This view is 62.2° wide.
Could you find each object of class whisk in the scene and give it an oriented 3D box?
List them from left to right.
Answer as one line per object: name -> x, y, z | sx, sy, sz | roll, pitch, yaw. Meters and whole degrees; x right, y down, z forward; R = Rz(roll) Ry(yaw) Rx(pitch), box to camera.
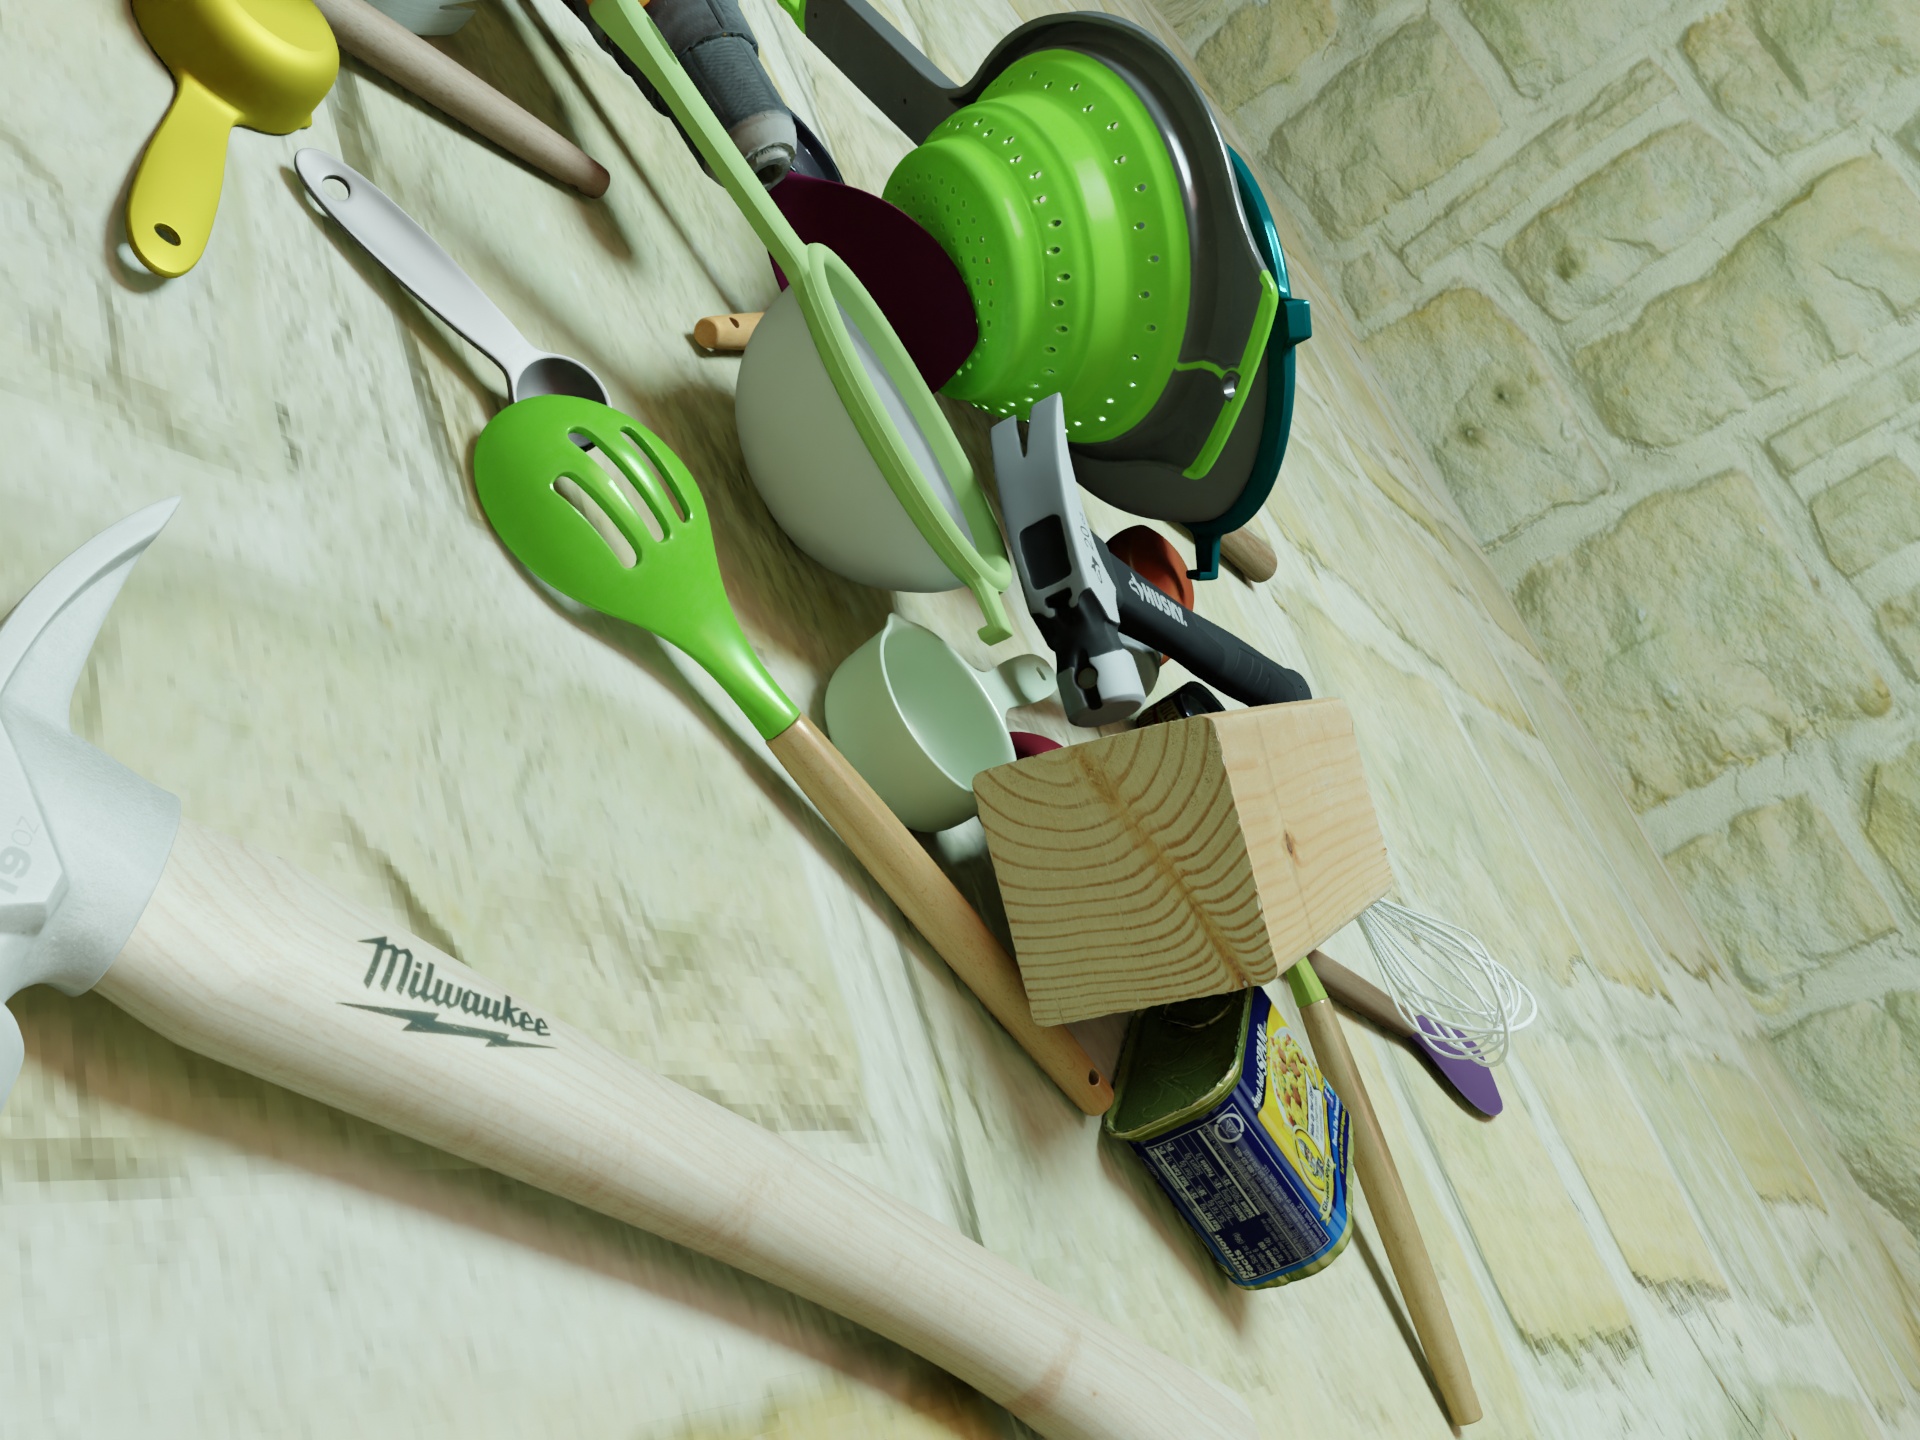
whisk -> 0.199, 0.090, 0.786 | 0.247, 0.058, 0.059 | -128, -154, -61

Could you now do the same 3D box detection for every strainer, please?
strainer -> -0.071, -0.138, 0.589 | 0.256, 0.069, 0.152 | 53, 14, -31
strainer -> 0.064, -0.247, 0.865 | 0.210, 0.095, 0.341 | 101, -28, -55

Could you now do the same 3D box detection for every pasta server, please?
pasta server -> -0.226, -0.252, 0.512 | 0.060, 0.040, 0.316 | 25, 3, 34

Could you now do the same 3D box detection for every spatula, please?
spatula -> -0.040, -0.200, 0.790 | 0.081, 0.041, 0.322 | 57, 25, 0
spatula -> 0.238, 0.164, 0.883 | 0.315, 0.018, 0.060 | 33, 34, -43

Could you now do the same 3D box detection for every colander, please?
colander -> -0.018, -0.263, 0.759 | 0.094, 0.204, 0.397 | -19, 56, -30

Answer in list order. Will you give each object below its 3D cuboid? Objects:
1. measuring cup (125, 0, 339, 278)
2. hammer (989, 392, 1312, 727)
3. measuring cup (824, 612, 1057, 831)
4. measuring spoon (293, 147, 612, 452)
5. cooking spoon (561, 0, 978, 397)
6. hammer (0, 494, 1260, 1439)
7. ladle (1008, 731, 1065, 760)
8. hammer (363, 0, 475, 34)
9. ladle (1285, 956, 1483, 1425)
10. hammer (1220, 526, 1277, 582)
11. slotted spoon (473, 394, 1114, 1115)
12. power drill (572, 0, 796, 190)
measuring cup -> -0.210, -0.176, 0.453 | 0.062, 0.029, 0.157 | 35, 29, -39
hammer -> 0.109, -0.044, 0.773 | 0.334, 0.035, 0.146 | 19, 51, -60
measuring cup -> -0.001, -0.002, 0.623 | 0.083, 0.038, 0.167 | 58, 22, 4
measuring spoon -> -0.163, -0.131, 0.507 | 0.124, 0.018, 0.034 | 45, 52, -14
cooking spoon -> -0.113, -0.264, 0.691 | 0.319, 0.068, 0.017 | 46, 20, 2
hammer -> -0.051, 0.109, 0.392 | 0.410, 0.038, 0.146 | 40, 28, -33
ladle -> 0.103, 0.061, 0.753 | 0.315, 0.031, 0.069 | 24, 43, -53
hammer -> -0.245, -0.387, 0.648 | 0.128, 0.033, 0.331 | 33, 33, -40
ladle -> 0.181, 0.149, 0.719 | 0.078, 0.062, 0.320 | 43, 27, -75
hammer -> 0.129, -0.168, 1.077 | 0.331, 0.031, 0.130 | 26, 39, -49
slotted spoon -> -0.041, 0.020, 0.526 | 0.313, 0.031, 0.070 | 52, 49, -17
power drill -> -0.150, -0.286, 0.562 | 0.185, 0.084, 0.226 | 59, 19, 7
